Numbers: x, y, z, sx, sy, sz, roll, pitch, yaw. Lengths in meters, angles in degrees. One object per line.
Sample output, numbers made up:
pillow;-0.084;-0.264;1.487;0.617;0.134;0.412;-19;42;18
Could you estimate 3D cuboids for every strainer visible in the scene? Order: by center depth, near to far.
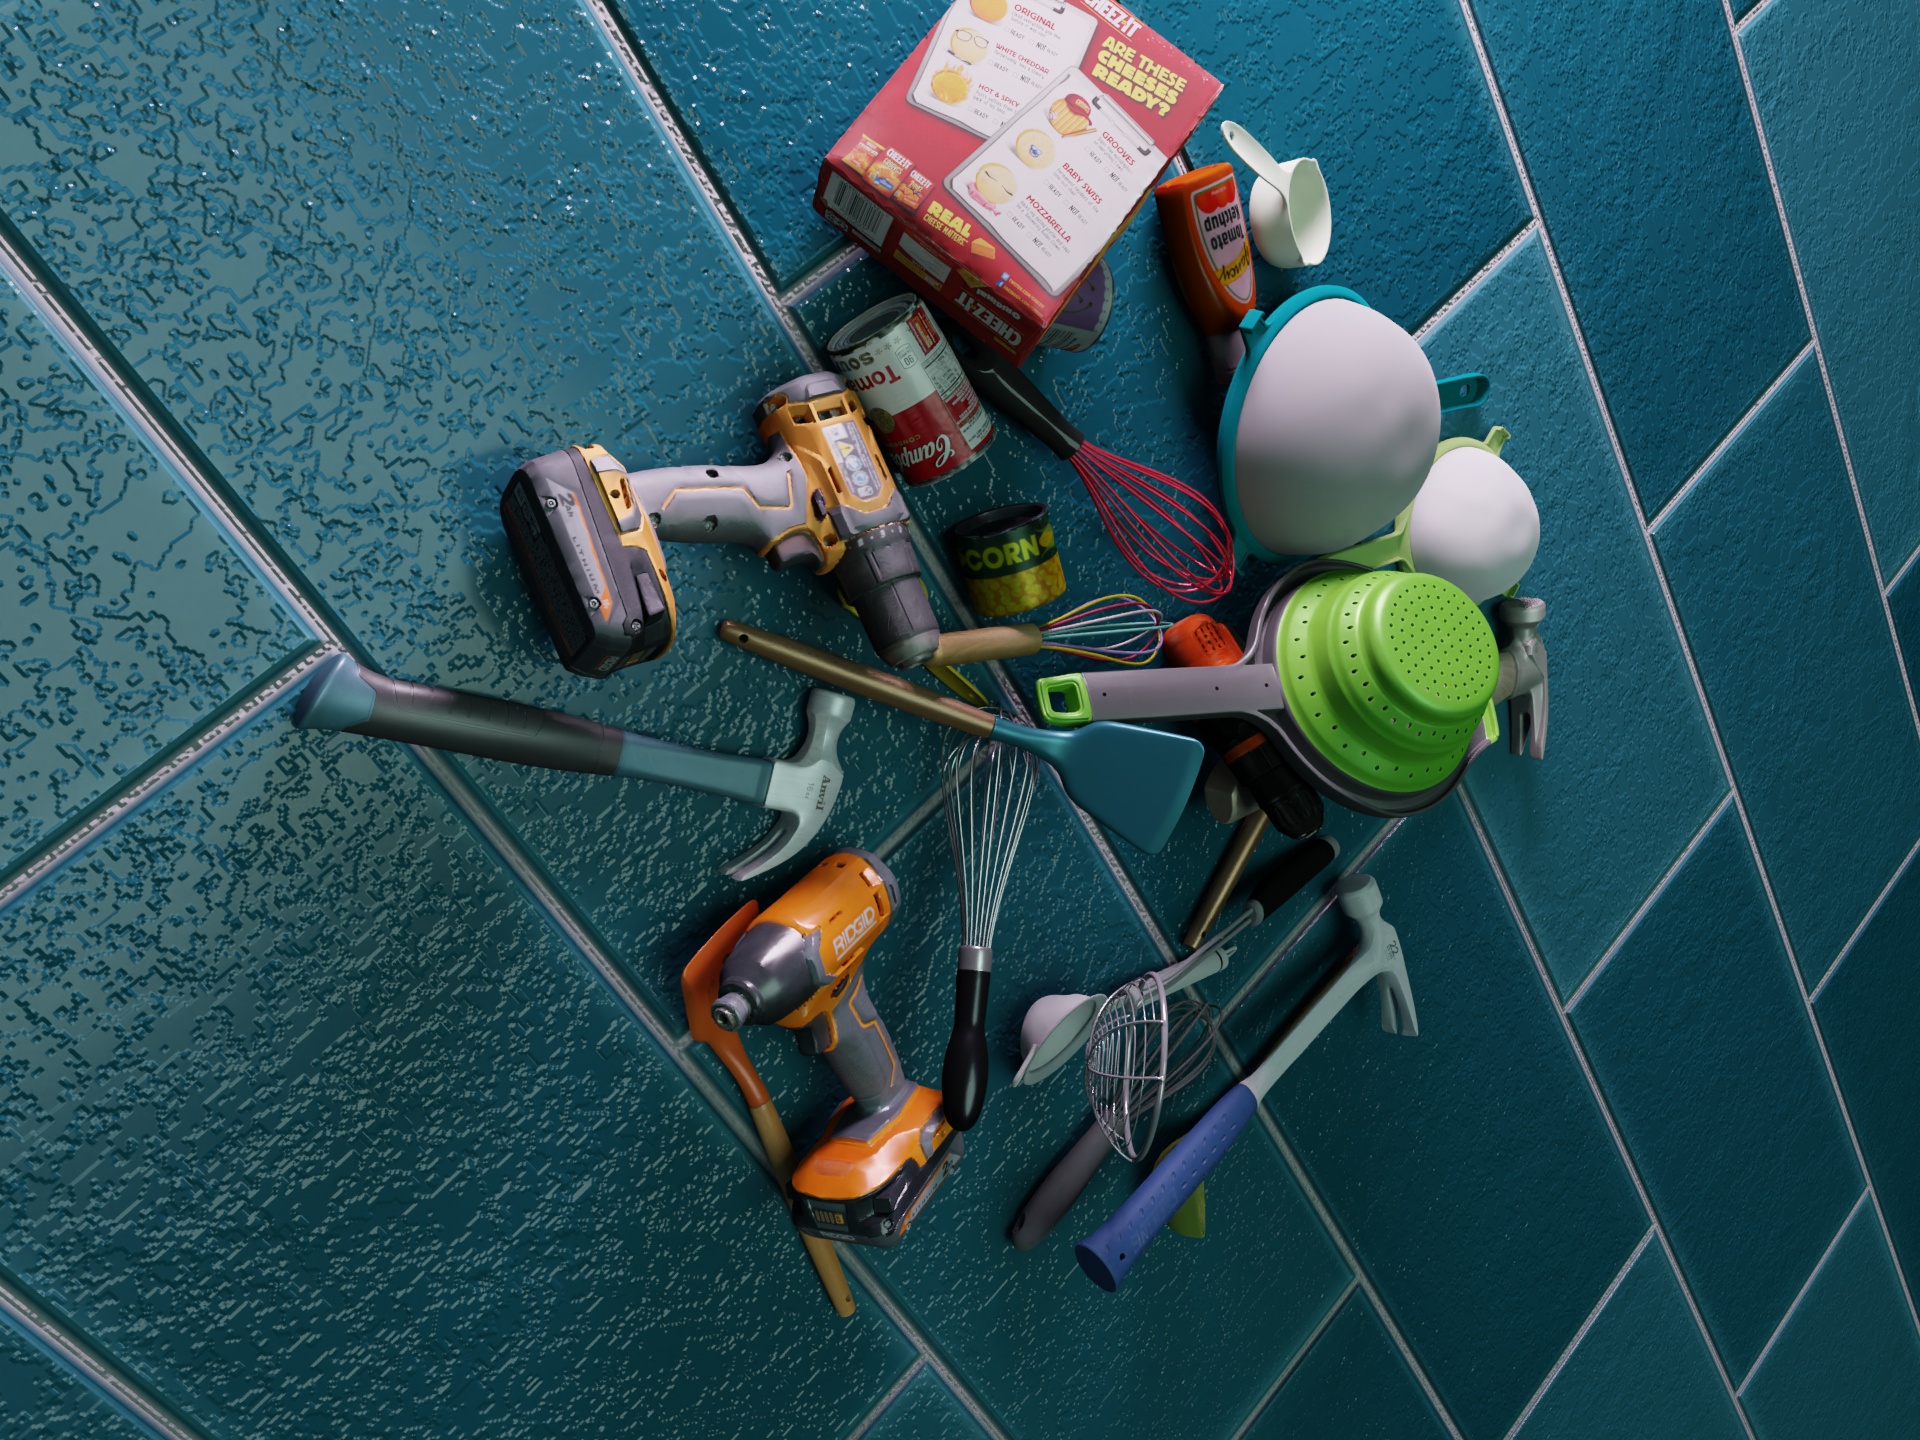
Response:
strainer;0.121;0.210;1.194;0.258;0.050;0.086;-15;140;-38
strainer;0.338;-0.226;1.218;0.340;0.095;0.211;-19;120;-38
strainer;0.396;-0.147;1.304;0.256;0.069;0.151;-19;108;-32

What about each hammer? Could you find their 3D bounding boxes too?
hammer;-0.215;0.015;0.934;0.330;0.033;0.128;14;89;-35
hammer;0.230;0.288;1.223;0.405;0.035;0.144;-37;111;-35
hammer;0.355;0.016;1.310;0.410;0.038;0.146;-19;111;-34

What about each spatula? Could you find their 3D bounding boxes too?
spatula;-0.002;-0.003;1.012;0.317;0.044;0.082;20;101;-15
spatula;-0.117;0.268;1.038;0.081;0.041;0.322;-46;125;-49
spatula;0.258;0.045;1.273;0.059;0.018;0.316;40;74;-35

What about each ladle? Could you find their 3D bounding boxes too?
ladle;0.262;0.287;1.295;0.320;0.062;0.078;-43;140;-25

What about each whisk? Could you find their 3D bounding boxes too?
whisk;0.012;0.127;1.056;0.070;0.070;0.285;14;74;-35
whisk;0.064;-0.054;1.083;0.245;0.051;0.047;-10;113;-45
whisk;0.091;-0.178;1.101;0.295;0.073;0.073;37;77;-26
whisk;0.119;0.305;1.205;0.239;0.055;0.055;-48;121;-14

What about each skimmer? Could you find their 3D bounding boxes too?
skimmer;0.208;0.187;1.180;0.363;0.090;0.127;-30;142;-41

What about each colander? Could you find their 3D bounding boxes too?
colander;0.243;-0.035;1.108;0.397;0.094;0.205;-4;72;-26

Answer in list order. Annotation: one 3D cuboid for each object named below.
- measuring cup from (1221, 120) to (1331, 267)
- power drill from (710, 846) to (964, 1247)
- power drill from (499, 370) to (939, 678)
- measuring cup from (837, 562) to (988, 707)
measuring cup;0.214;-0.380;1.135;0.167;0.038;0.083;18;76;-50
power drill;-0.081;0.215;1.003;0.164;0.084;0.226;-39;120;-53
power drill;-0.126;-0.093;0.920;0.226;0.084;0.185;-22;85;-32
measuring cup;-0.021;-0.058;1.051;0.156;0.062;0.029;43;64;-43
